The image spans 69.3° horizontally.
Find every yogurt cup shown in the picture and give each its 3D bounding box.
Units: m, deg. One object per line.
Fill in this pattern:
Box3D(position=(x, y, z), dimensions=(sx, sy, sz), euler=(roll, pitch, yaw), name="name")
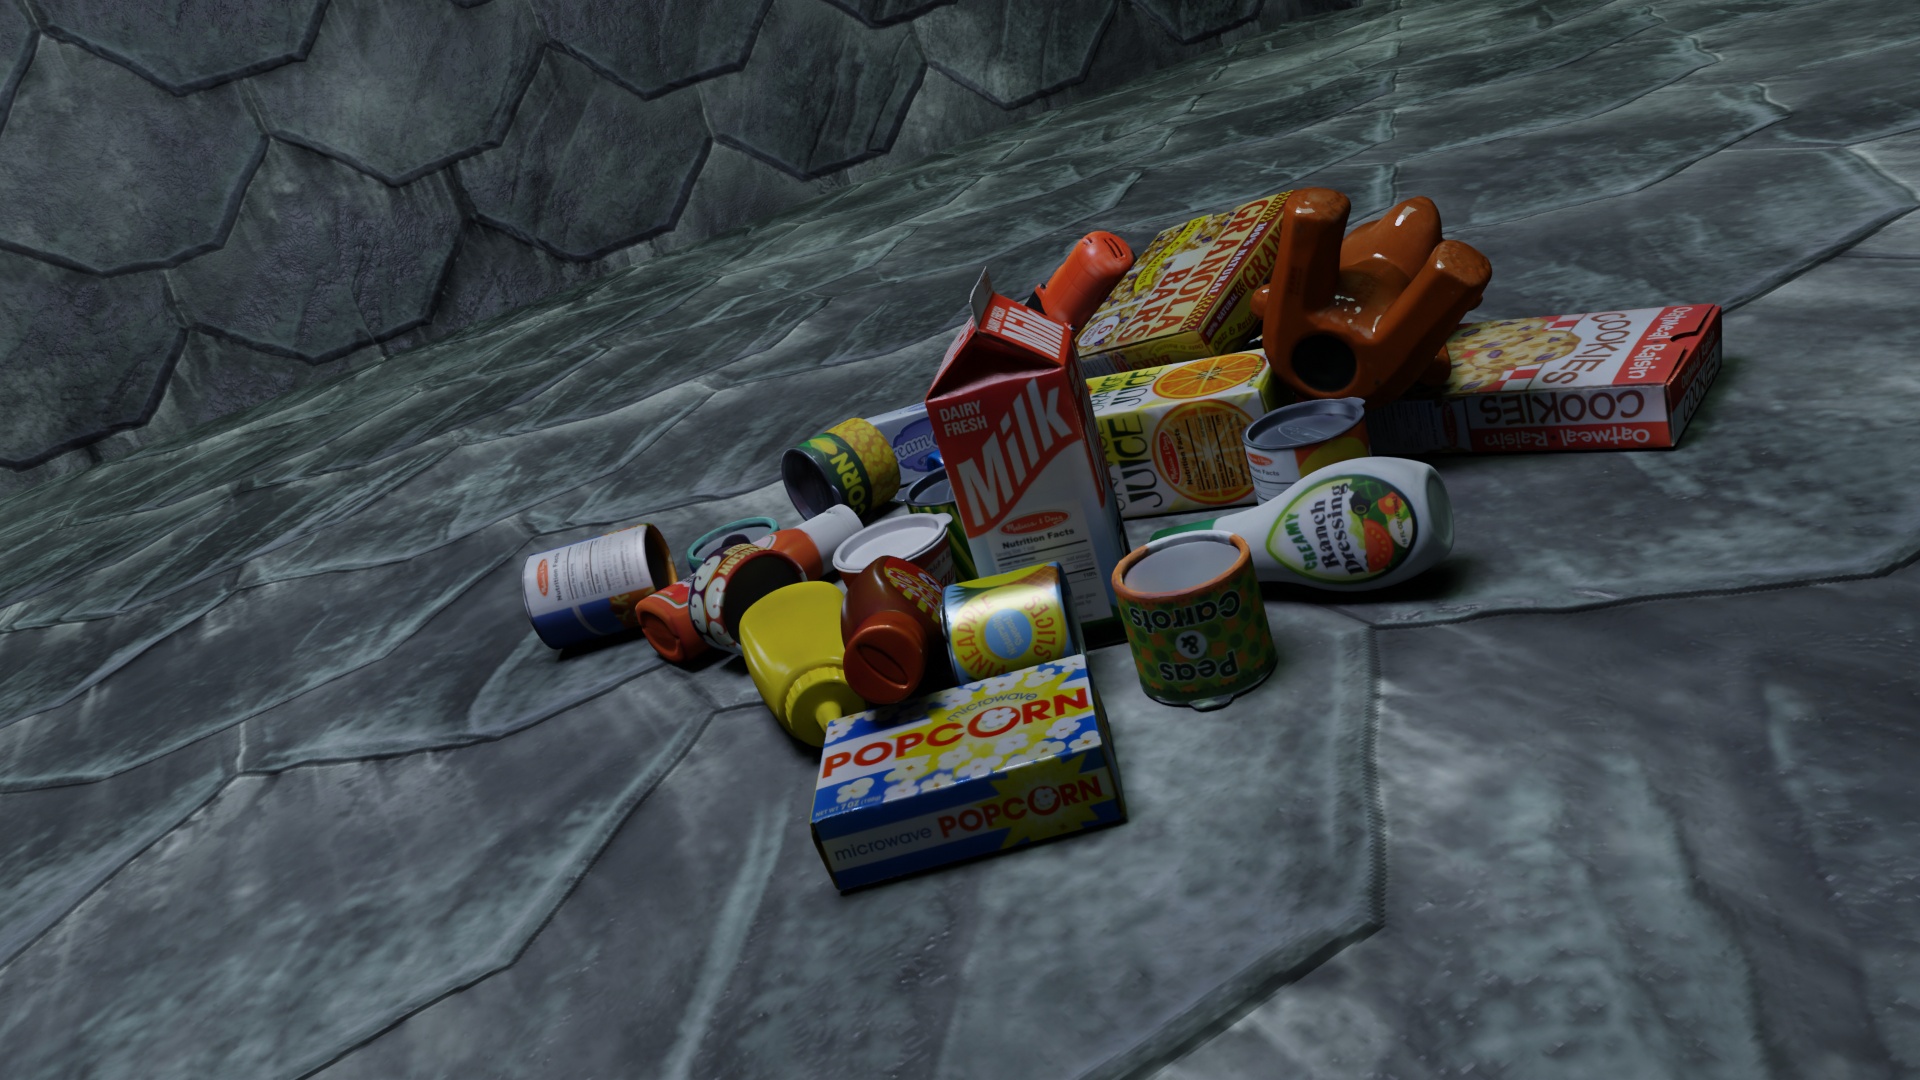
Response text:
Box3D(position=(-0.033, 0.023, 0.795), dimensions=(0.072, 0.053, 0.073), euler=(-16, 21, 6), name="yogurt cup")

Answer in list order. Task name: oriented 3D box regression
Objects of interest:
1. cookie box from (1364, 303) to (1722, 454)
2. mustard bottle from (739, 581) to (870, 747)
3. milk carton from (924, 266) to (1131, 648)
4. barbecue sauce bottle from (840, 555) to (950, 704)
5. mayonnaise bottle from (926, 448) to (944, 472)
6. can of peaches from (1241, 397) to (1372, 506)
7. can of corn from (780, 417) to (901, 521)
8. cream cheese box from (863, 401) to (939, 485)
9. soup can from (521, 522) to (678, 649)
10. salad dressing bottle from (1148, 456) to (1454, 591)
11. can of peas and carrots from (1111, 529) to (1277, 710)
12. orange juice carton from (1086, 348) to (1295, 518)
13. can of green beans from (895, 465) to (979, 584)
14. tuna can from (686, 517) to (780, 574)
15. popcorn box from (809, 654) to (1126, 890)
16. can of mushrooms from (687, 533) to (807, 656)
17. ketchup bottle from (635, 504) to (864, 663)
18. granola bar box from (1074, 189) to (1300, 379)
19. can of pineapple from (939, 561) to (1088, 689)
Box3D(position=(0.339, -0.094, 0.809), dimensions=(0.167, 0.040, 0.123), euler=(1, 28, 40), name="cookie box")
Box3D(position=(-0.077, 0.069, 0.722), dimensions=(0.065, 0.048, 0.161), euler=(-21, 22, -6), name="mustard bottle")
Box3D(position=(0.035, -0.041, 0.710), dimensions=(0.073, 0.189, 0.072), euler=(-13, 22, 12), name="milk carton")
Box3D(position=(-0.031, 0.045, 0.682), dimensions=(0.043, 0.065, 0.149), euler=(-50, 3, 8), name="barbecue sauce bottle")
Box3D(position=(0.046, -0.078, 0.974), dimensions=(0.148, 0.064, 0.041), euler=(-30, 25, -21), name="mayonnaise bottle")
Box3D(position=(0.195, -0.039, 0.763), dimensions=(0.071, 0.058, 0.071), euler=(-15, 20, 6), name="can of peaches")
Box3D(position=(-0.083, -0.046, 0.987), dimensions=(0.058, 0.071, 0.071), euler=(-31, 25, -32), name="can of corn")
Box3D(position=(-0.019, -0.076, 1.027), dimensions=(0.104, 0.053, 0.024), euler=(-15, 19, 6), name="cream cheese box")
Box3D(position=(-0.236, 0.031, 0.922), dimensions=(0.084, 0.071, 0.071), euler=(-15, 21, 4), name="soup can")
Box3D(position=(0.167, -0.001, 0.695), dimensions=(0.147, 0.064, 0.044), euler=(-14, 1, 34), name="salad dressing bottle")
Box3D(position=(0.108, 0.036, 0.646), dimensions=(0.071, 0.058, 0.071), euler=(-16, 21, 6), name="can of peas and carrots")
Box3D(position=(0.107, -0.060, 0.863), dimensions=(0.192, 0.072, 0.072), euler=(-7, 24, 27), name="orange juice carton")
Box3D(position=(0.005, -0.011, 0.842), dimensions=(0.071, 0.057, 0.071), euler=(-15, 21, 6), name="can of green beans")
Box3D(position=(-0.150, 0.012, 0.943), dimensions=(0.071, 0.032, 0.071), euler=(-15, 22, 6), name="tuna can")
Box3D(position=(0.002, 0.098, 0.602), dimensions=(0.127, 0.038, 0.085), euler=(-15, 20, 6), name="popcorn box")
Box3D(position=(-0.124, 0.033, 0.818), dimensions=(0.071, 0.070, 0.033), euler=(-33, 27, -33), name="can of mushrooms")
Box3D(position=(-0.127, 0.025, 0.879), dimensions=(0.149, 0.043, 0.064), euler=(-30, 21, -30), name="ketchup bottle")
Box3D(position=(0.155, -0.166, 0.944), dimensions=(0.124, 0.039, 0.166), euler=(-7, 37, 48), name="granola bar box")
Box3D(position=(0.027, 0.047, 0.668), dimensions=(0.058, 0.070, 0.071), euler=(-14, 21, 9), name="can of pineapple")
